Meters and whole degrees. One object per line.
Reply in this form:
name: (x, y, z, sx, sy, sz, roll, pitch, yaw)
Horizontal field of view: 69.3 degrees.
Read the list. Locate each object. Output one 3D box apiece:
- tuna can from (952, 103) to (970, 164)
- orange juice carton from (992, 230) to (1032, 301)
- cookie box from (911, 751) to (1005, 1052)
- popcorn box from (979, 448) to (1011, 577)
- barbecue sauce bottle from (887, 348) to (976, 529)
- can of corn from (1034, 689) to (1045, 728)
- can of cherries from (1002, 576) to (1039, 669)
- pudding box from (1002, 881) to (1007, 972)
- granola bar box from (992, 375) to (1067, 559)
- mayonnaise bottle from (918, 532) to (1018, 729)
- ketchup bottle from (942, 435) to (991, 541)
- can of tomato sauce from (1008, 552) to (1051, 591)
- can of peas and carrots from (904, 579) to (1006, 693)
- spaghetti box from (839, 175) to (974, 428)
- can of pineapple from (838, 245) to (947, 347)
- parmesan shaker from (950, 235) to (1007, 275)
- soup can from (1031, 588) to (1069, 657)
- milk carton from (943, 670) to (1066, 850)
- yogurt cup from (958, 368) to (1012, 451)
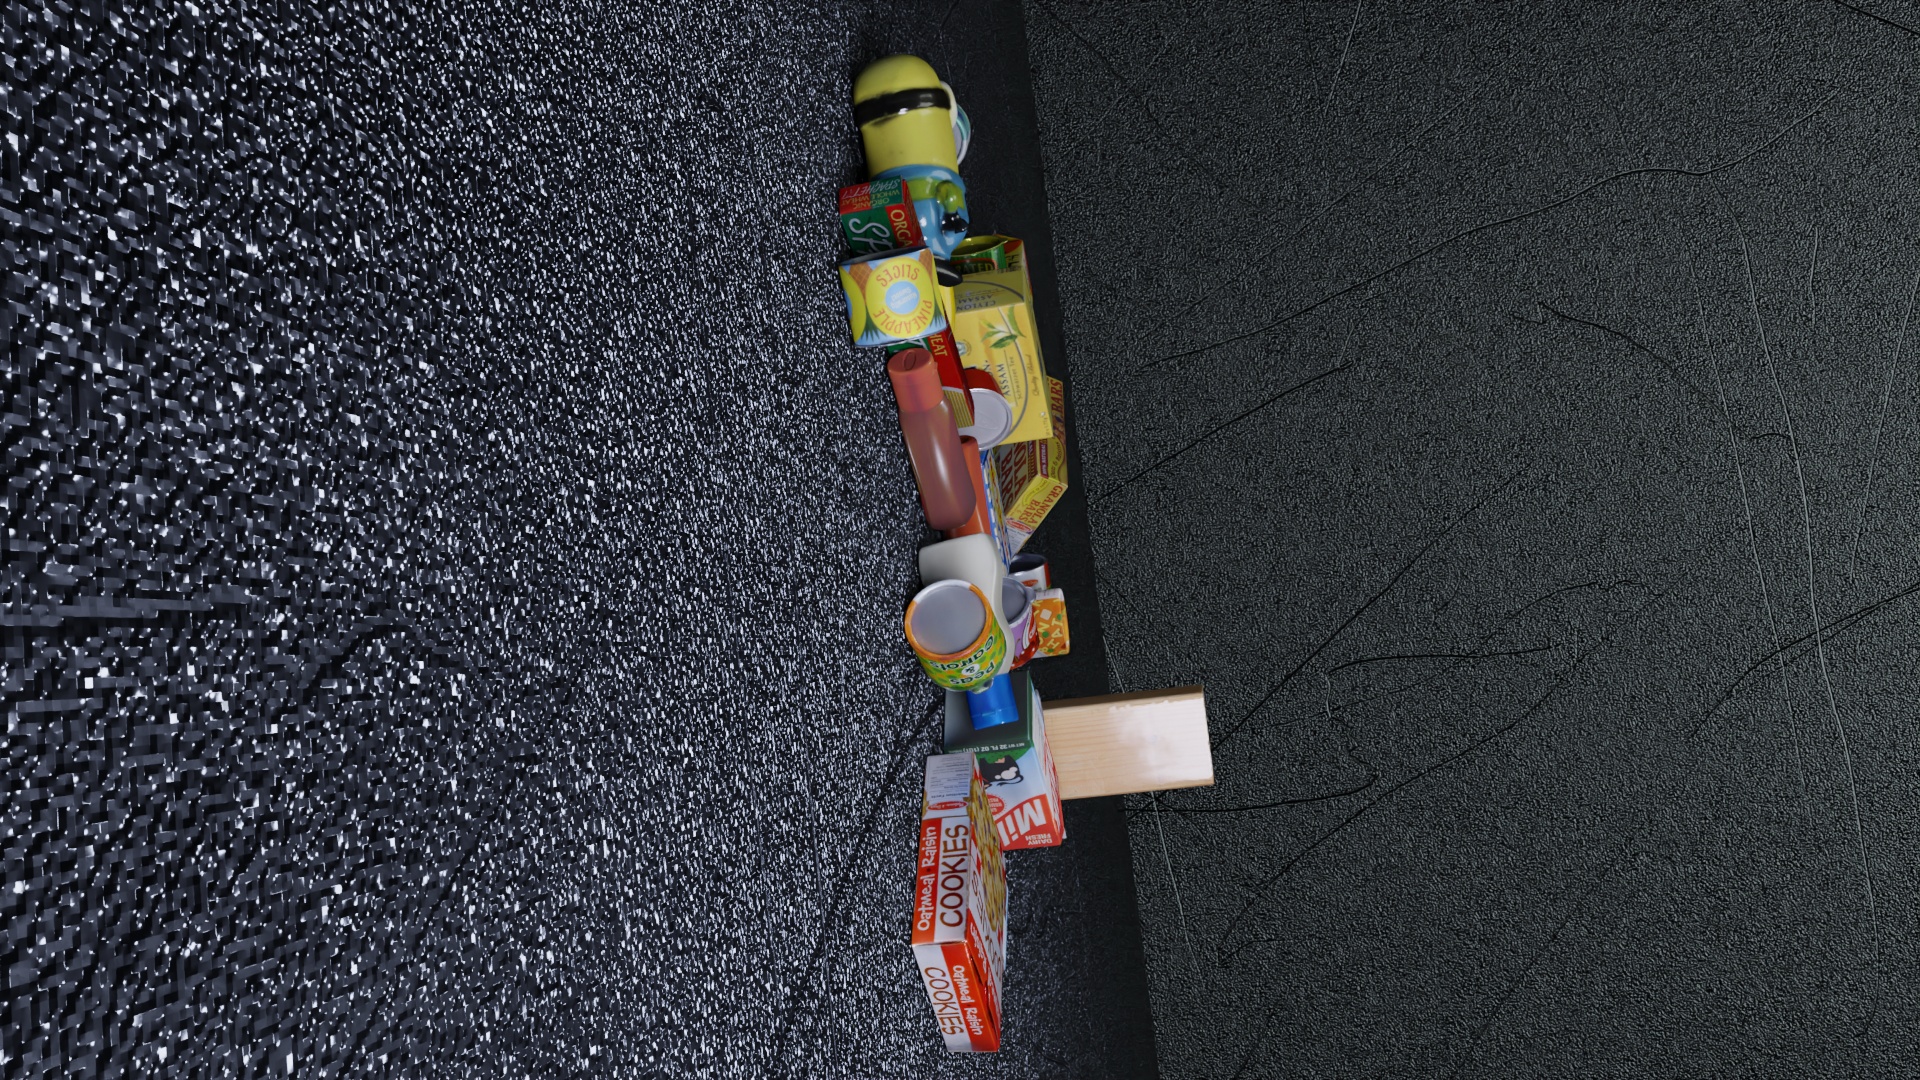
tuna can: (-0.027, -0.369, 1.263, 0.033, 0.071, 0.070, -83, 163, -55)
orange juice carton: (0.043, -0.285, 1.595, 0.194, 0.073, 0.071, -86, 166, -53)
cookie box: (0.002, 0.254, 0.985, 0.168, 0.040, 0.122, -86, 165, -53)
popcorn box: (0.019, -0.026, 1.337, 0.085, 0.038, 0.126, -76, 156, -70)
barbecue sauce bottle: (-0.023, -0.082, 1.107, 0.065, 0.043, 0.147, -87, 165, -50)
can of corn: (0.045, 0.174, 1.265, 0.071, 0.058, 0.071, -10, 92, -81)
can of cherries: (0.038, 0.076, 1.263, 0.072, 0.071, 0.058, -88, 167, -47)
pudding box: (0.018, 0.291, 1.088, 0.084, 0.030, 0.049, -86, 164, -54)
granola bar box: (0.064, -0.079, 1.455, 0.123, 0.039, 0.166, -54, -156, 39)
mayonnaise bottle: (0.012, 0.072, 1.086, 0.041, 0.065, 0.148, 20, 57, -75)
ketchup bottle: (0.004, -0.015, 1.216, 0.065, 0.043, 0.148, -94, 174, -78)
can of tomato sauce: (0.064, 0.062, 1.455, 0.071, 0.071, 0.083, -68, 150, -72)
can of peas and carrots: (-0.003, 0.072, 1.024, 0.058, 0.071, 0.071, 67, 18, -58)
spaghetti box: (-0.037, -0.173, 1.071, 0.249, 0.050, 0.029, 70, 14, -52)
can of pineapple: (-0.046, -0.168, 0.956, 0.071, 0.071, 0.057, -70, 151, -71)
parmesan shaker: (0.023, -0.260, 1.456, 0.071, 0.071, 0.102, -80, 161, -62)
soup can: (0.061, 0.086, 1.360, 0.071, 0.084, 0.071, -9, 92, -81)
milk carton: (0.040, 0.201, 1.172, 0.074, 0.072, 0.189, -88, 166, -47)
yogurt cup: (0.012, -0.125, 1.306, 0.054, 0.072, 0.072, -99, 176, -53)
